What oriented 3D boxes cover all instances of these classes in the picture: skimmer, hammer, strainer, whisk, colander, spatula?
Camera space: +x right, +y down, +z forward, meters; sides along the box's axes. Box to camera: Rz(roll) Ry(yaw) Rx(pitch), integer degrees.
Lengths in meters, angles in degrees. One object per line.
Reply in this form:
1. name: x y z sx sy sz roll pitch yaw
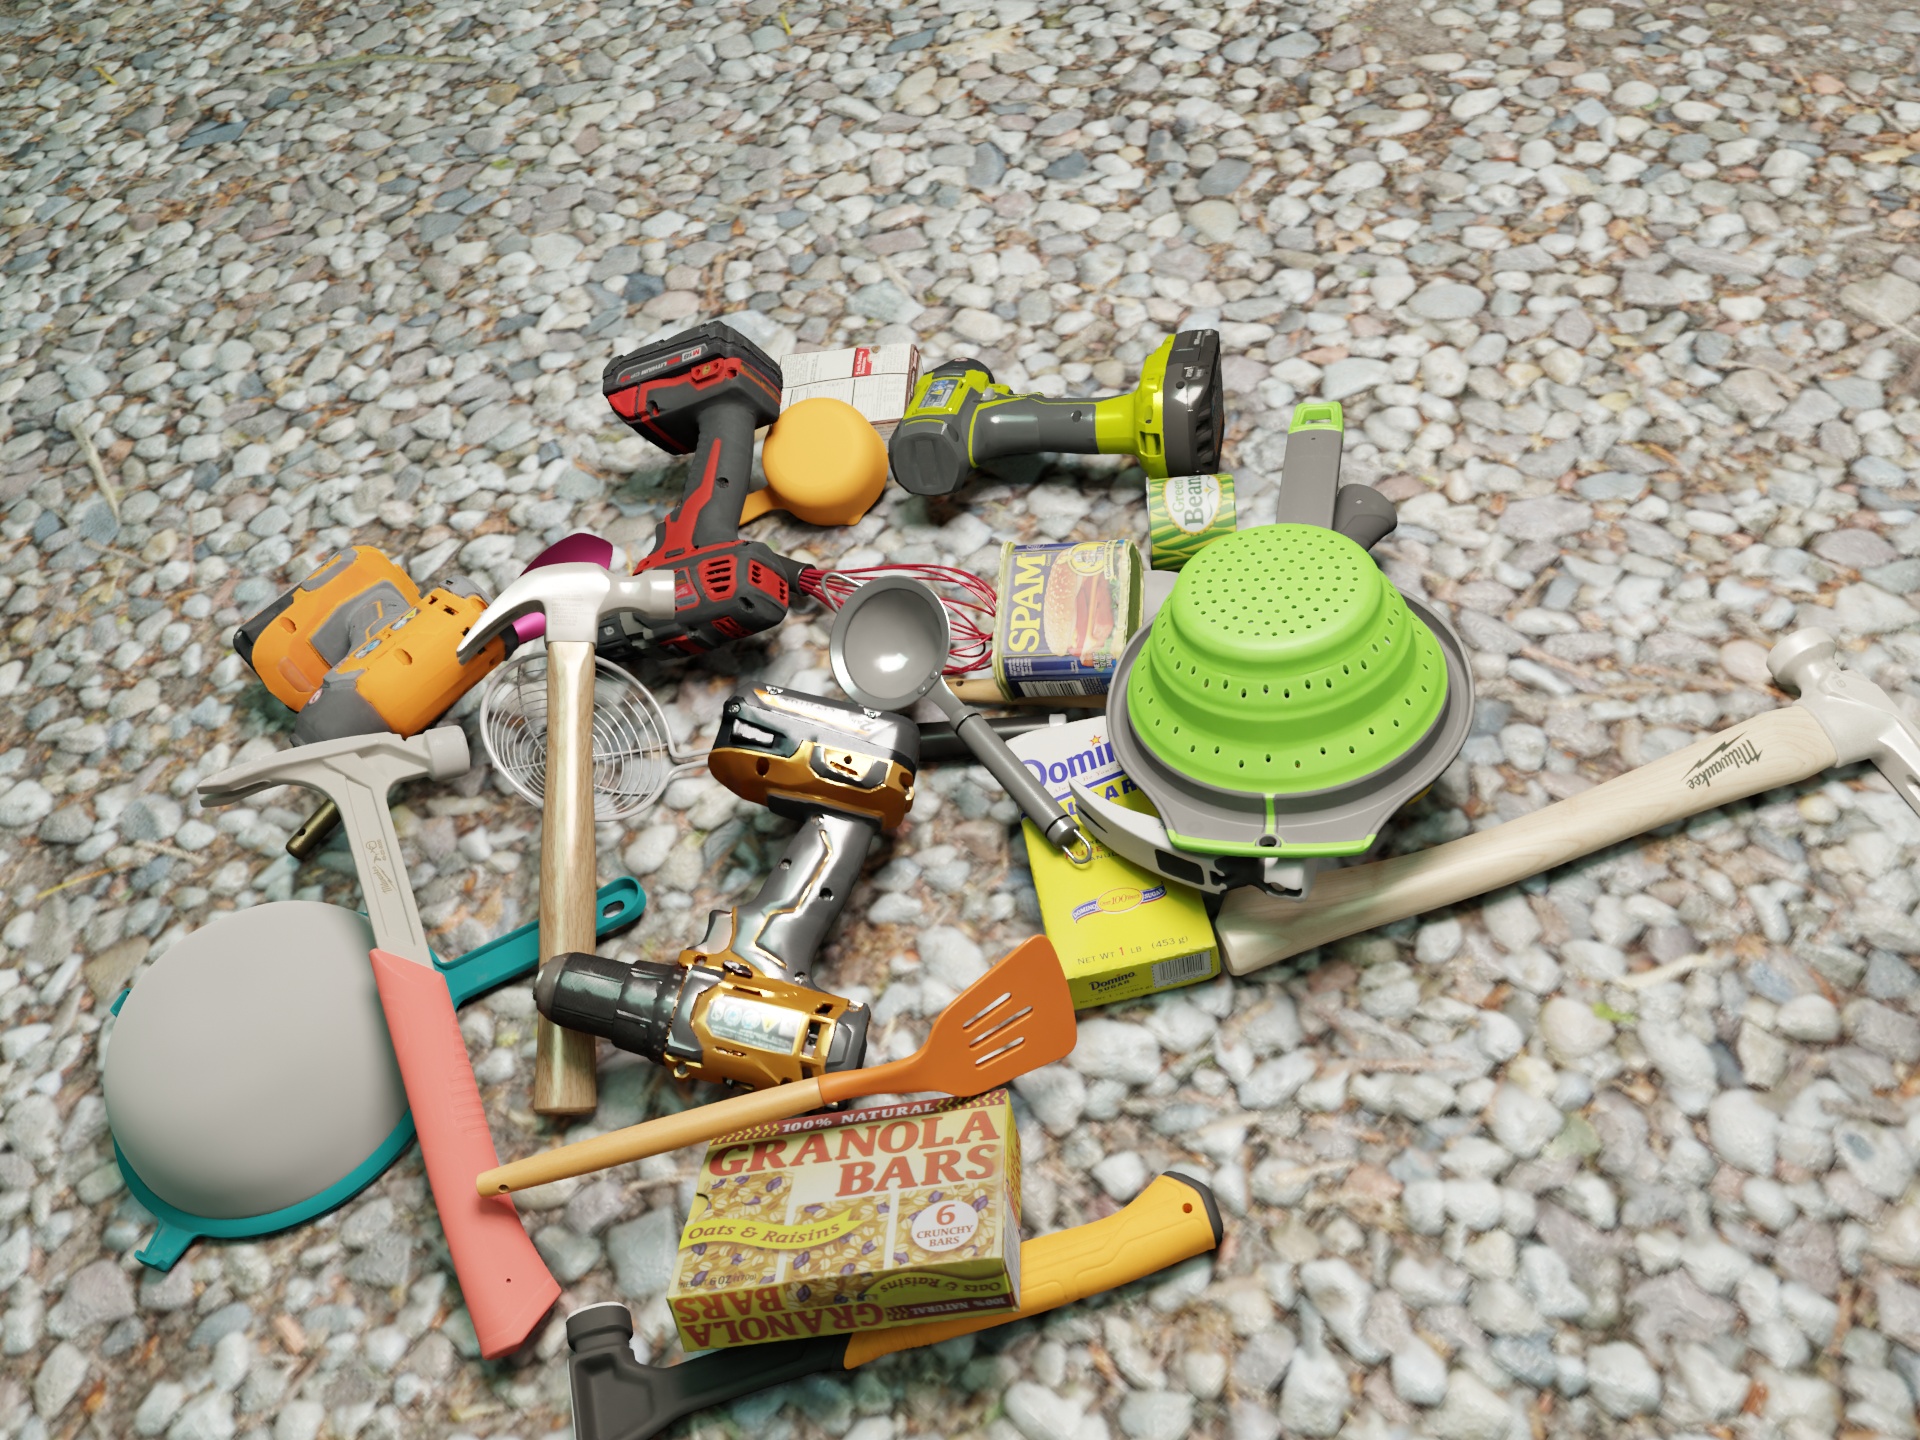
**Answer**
1. skimmer: -0.116 0.002 1.007 0.363 0.090 0.127 -4 52 8
2. hammer: -0.028 0.305 0.792 0.337 0.034 0.127 -18 51 -3
3. strainer: -0.355 0.156 0.933 0.340 0.095 0.211 -25 52 -7
4. whisk: -0.091 -0.093 1.098 0.296 0.073 0.073 18 58 30
5. hammer: 0.344 0.070 0.898 0.410 0.038 0.146 -19 53 -3
6. colander: 0.193 -0.099 0.927 0.204 0.094 0.397 0 45 18
7. spatula: -0.096 0.194 0.830 0.322 0.081 0.041 -16 27 2
8. hammer: 0.188 -0.034 0.956 0.146 0.035 0.335 11 49 28
9. strainer: -0.002 -0.003 0.966 0.087 0.050 0.259 -49 59 12
10. hammer: -0.235 0.064 0.944 0.130 0.031 0.331 0 74 -11
11. hammer: -0.305 0.171 0.876 0.149 0.036 0.359 -13 67 -25

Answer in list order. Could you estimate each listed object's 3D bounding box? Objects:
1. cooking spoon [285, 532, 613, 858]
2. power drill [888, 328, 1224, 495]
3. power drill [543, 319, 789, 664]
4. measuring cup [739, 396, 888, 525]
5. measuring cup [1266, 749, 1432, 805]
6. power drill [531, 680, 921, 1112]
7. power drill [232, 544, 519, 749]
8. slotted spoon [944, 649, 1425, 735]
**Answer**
1. cooking spoon: -0.357 -0.026 1.123 0.069 0.017 0.319 22 59 26
2. power drill: 0.073 -0.225 1.143 0.223 0.080 0.171 0 33 14
3. power drill: -0.207 -0.146 1.111 0.188 0.080 0.227 -13 66 26
4. measuring cup: -0.139 -0.173 1.158 0.173 0.052 0.095 -24 77 3
5. measuring cup: 0.206 0.039 0.958 0.156 0.029 0.062 -10 23 20
6. power drill: -0.126 0.095 0.909 0.185 0.084 0.226 13 67 1
7. power drill: -0.402 -0.037 1.052 0.164 0.084 0.227 -44 34 -20
8. slotted spoon: 0.137 -0.017 1.002 0.314 0.031 0.070 1 48 19
